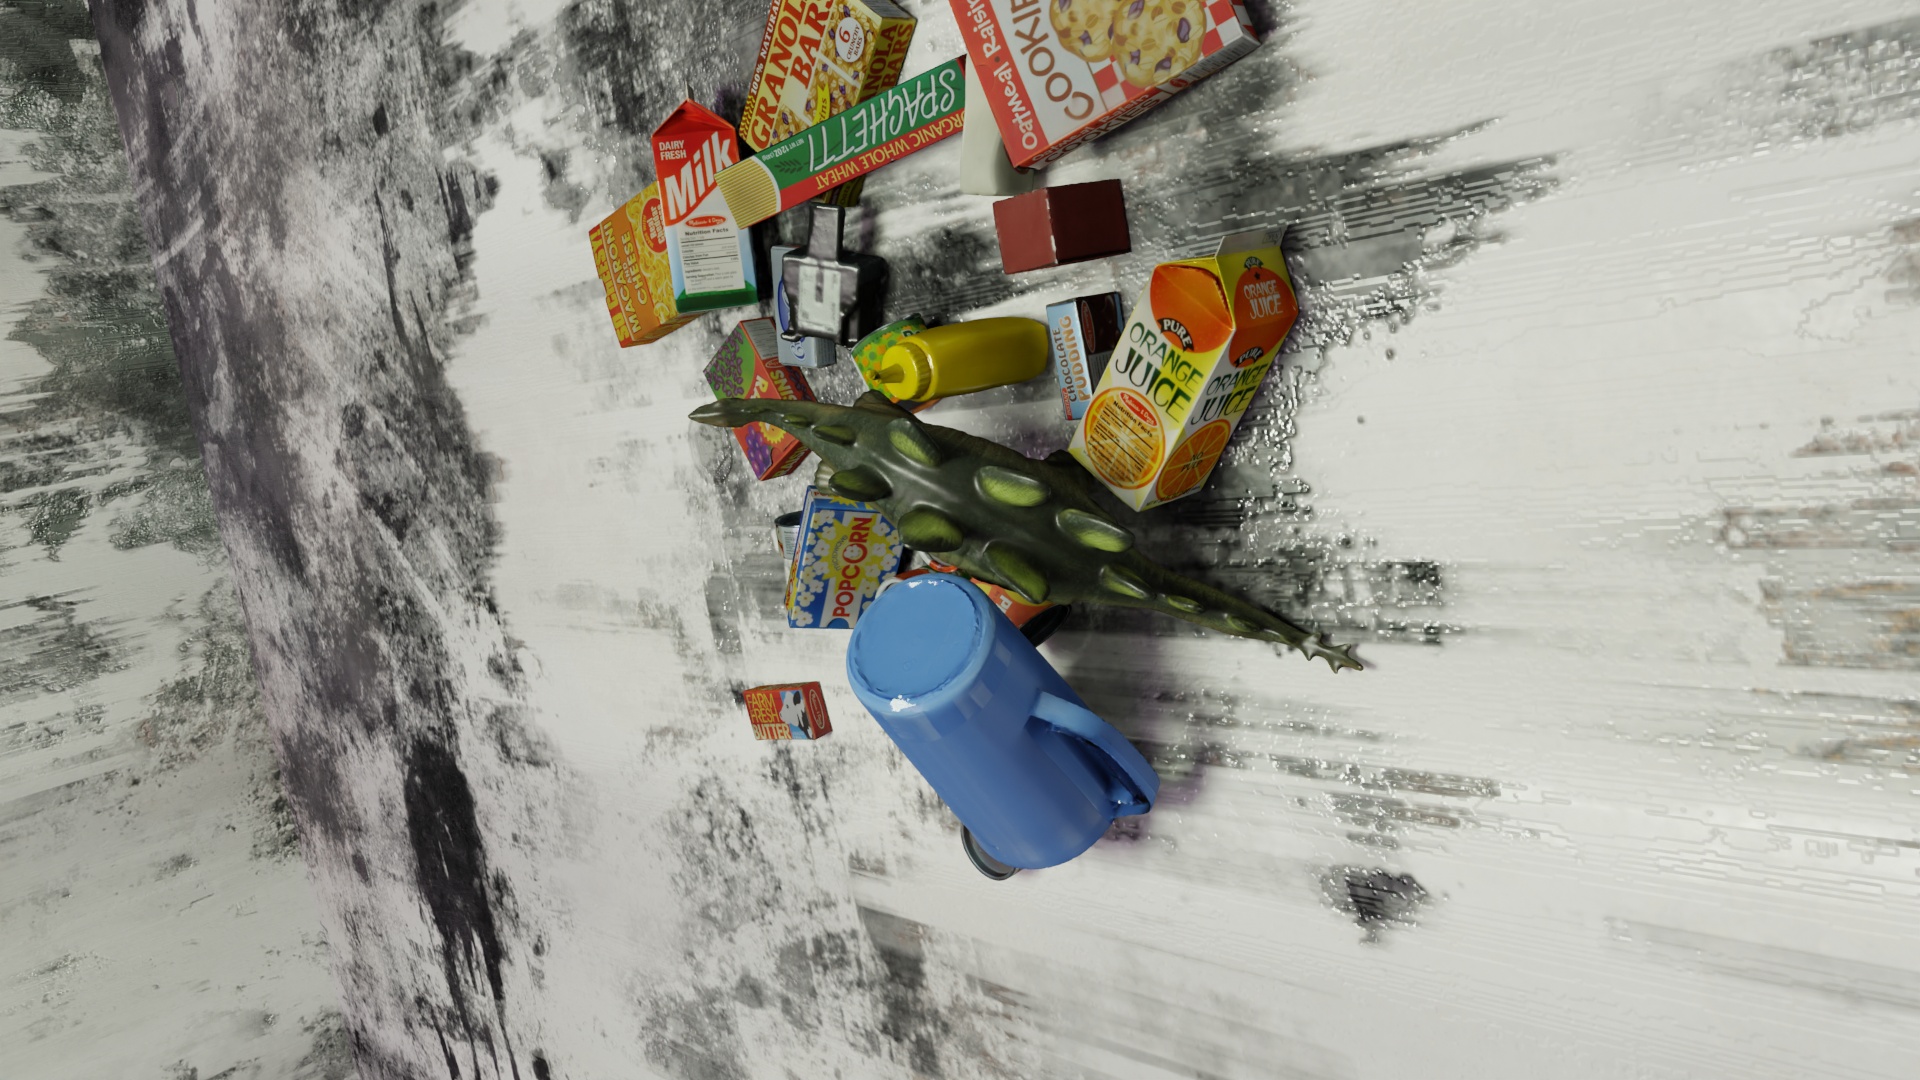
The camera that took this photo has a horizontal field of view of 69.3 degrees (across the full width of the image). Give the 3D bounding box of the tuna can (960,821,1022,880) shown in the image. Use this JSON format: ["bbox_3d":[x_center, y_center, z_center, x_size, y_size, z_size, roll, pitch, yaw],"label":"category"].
[{"bbox_3d":[0.033,0.246,1.166,0.071,0.033,0.070,17,115,42],"label":"tuna can"}]

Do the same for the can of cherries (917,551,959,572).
[{"bbox_3d":[0.004,-0.014,1.093,0.071,0.058,0.071,18,115,42],"label":"can of cherries"}]

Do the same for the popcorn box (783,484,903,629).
[{"bbox_3d":[-0.098,0.015,1.185,0.038,0.085,0.126,-116,34,-52],"label":"popcorn box"}]

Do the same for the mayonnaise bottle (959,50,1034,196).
[{"bbox_3d":[0.029,-0.316,0.968,0.041,0.065,0.147,12,108,29],"label":"mayonnaise bottle"}]

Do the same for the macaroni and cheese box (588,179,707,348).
[{"bbox_3d":[-0.290,-0.267,1.333,0.166,0.040,0.123,-15,91,47],"label":"macaroni and cheese box"}]

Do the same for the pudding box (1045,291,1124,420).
[{"bbox_3d":[0.092,-0.129,0.970,0.030,0.050,0.083,-2,102,45],"label":"pudding box"}]

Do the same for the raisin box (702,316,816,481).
[{"bbox_3d":[-0.177,-0.128,1.260,0.085,0.040,0.123,-40,74,44],"label":"raisin box"}]

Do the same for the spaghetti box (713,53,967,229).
[{"bbox_3d":[-0.085,-0.303,1.065,0.249,0.029,0.050,-14,109,34],"label":"spaghetti box"}]

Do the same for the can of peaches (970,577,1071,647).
[{"bbox_3d":[0.040,0.049,1.066,0.058,0.071,0.071,52,134,22],"label":"can of peaches"}]

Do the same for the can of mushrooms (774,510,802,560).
[{"bbox_3d":[-0.130,-0.007,1.233,0.071,0.071,0.033,8,110,45],"label":"can of mushrooms"}]

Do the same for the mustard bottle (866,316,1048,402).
[{"bbox_3d":[-0.008,-0.128,0.993,0.065,0.161,0.048,14,114,45],"label":"mustard bottle"}]

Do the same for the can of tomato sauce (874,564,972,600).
[{"bbox_3d":[-0.016,0.050,1.116,0.071,0.083,0.071,18,116,42],"label":"can of tomato sauce"}]

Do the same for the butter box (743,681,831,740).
[{"bbox_3d":[-0.171,0.167,1.361,0.103,0.024,0.053,-10,96,48],"label":"butter box"}]

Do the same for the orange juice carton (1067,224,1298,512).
[{"bbox_3d":[0.149,-0.117,0.897,0.073,0.072,0.191,45,131,27],"label":"orange juice carton"}]

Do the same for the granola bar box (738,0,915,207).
[{"bbox_3d":[-0.110,-0.369,1.112,0.124,0.039,0.164,45,131,26],"label":"granola bar box"}]

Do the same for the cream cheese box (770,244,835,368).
[{"bbox_3d":[-0.136,-0.203,1.204,0.053,0.024,0.103,14,112,44],"label":"cream cheese box"}]

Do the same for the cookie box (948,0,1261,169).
[{"bbox_3d":[0.087,-0.329,0.879,0.167,0.040,0.123,-23,86,29],"label":"cookie box"}]

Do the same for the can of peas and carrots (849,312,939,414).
[{"bbox_3d":[-0.044,-0.136,1.098,0.070,0.071,0.059,-37,77,46],"label":"can of peas and carrots"}]

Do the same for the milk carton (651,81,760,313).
[{"bbox_3d":[-0.222,-0.298,1.208,0.072,0.073,0.190,-120,23,-76],"label":"milk carton"}]
